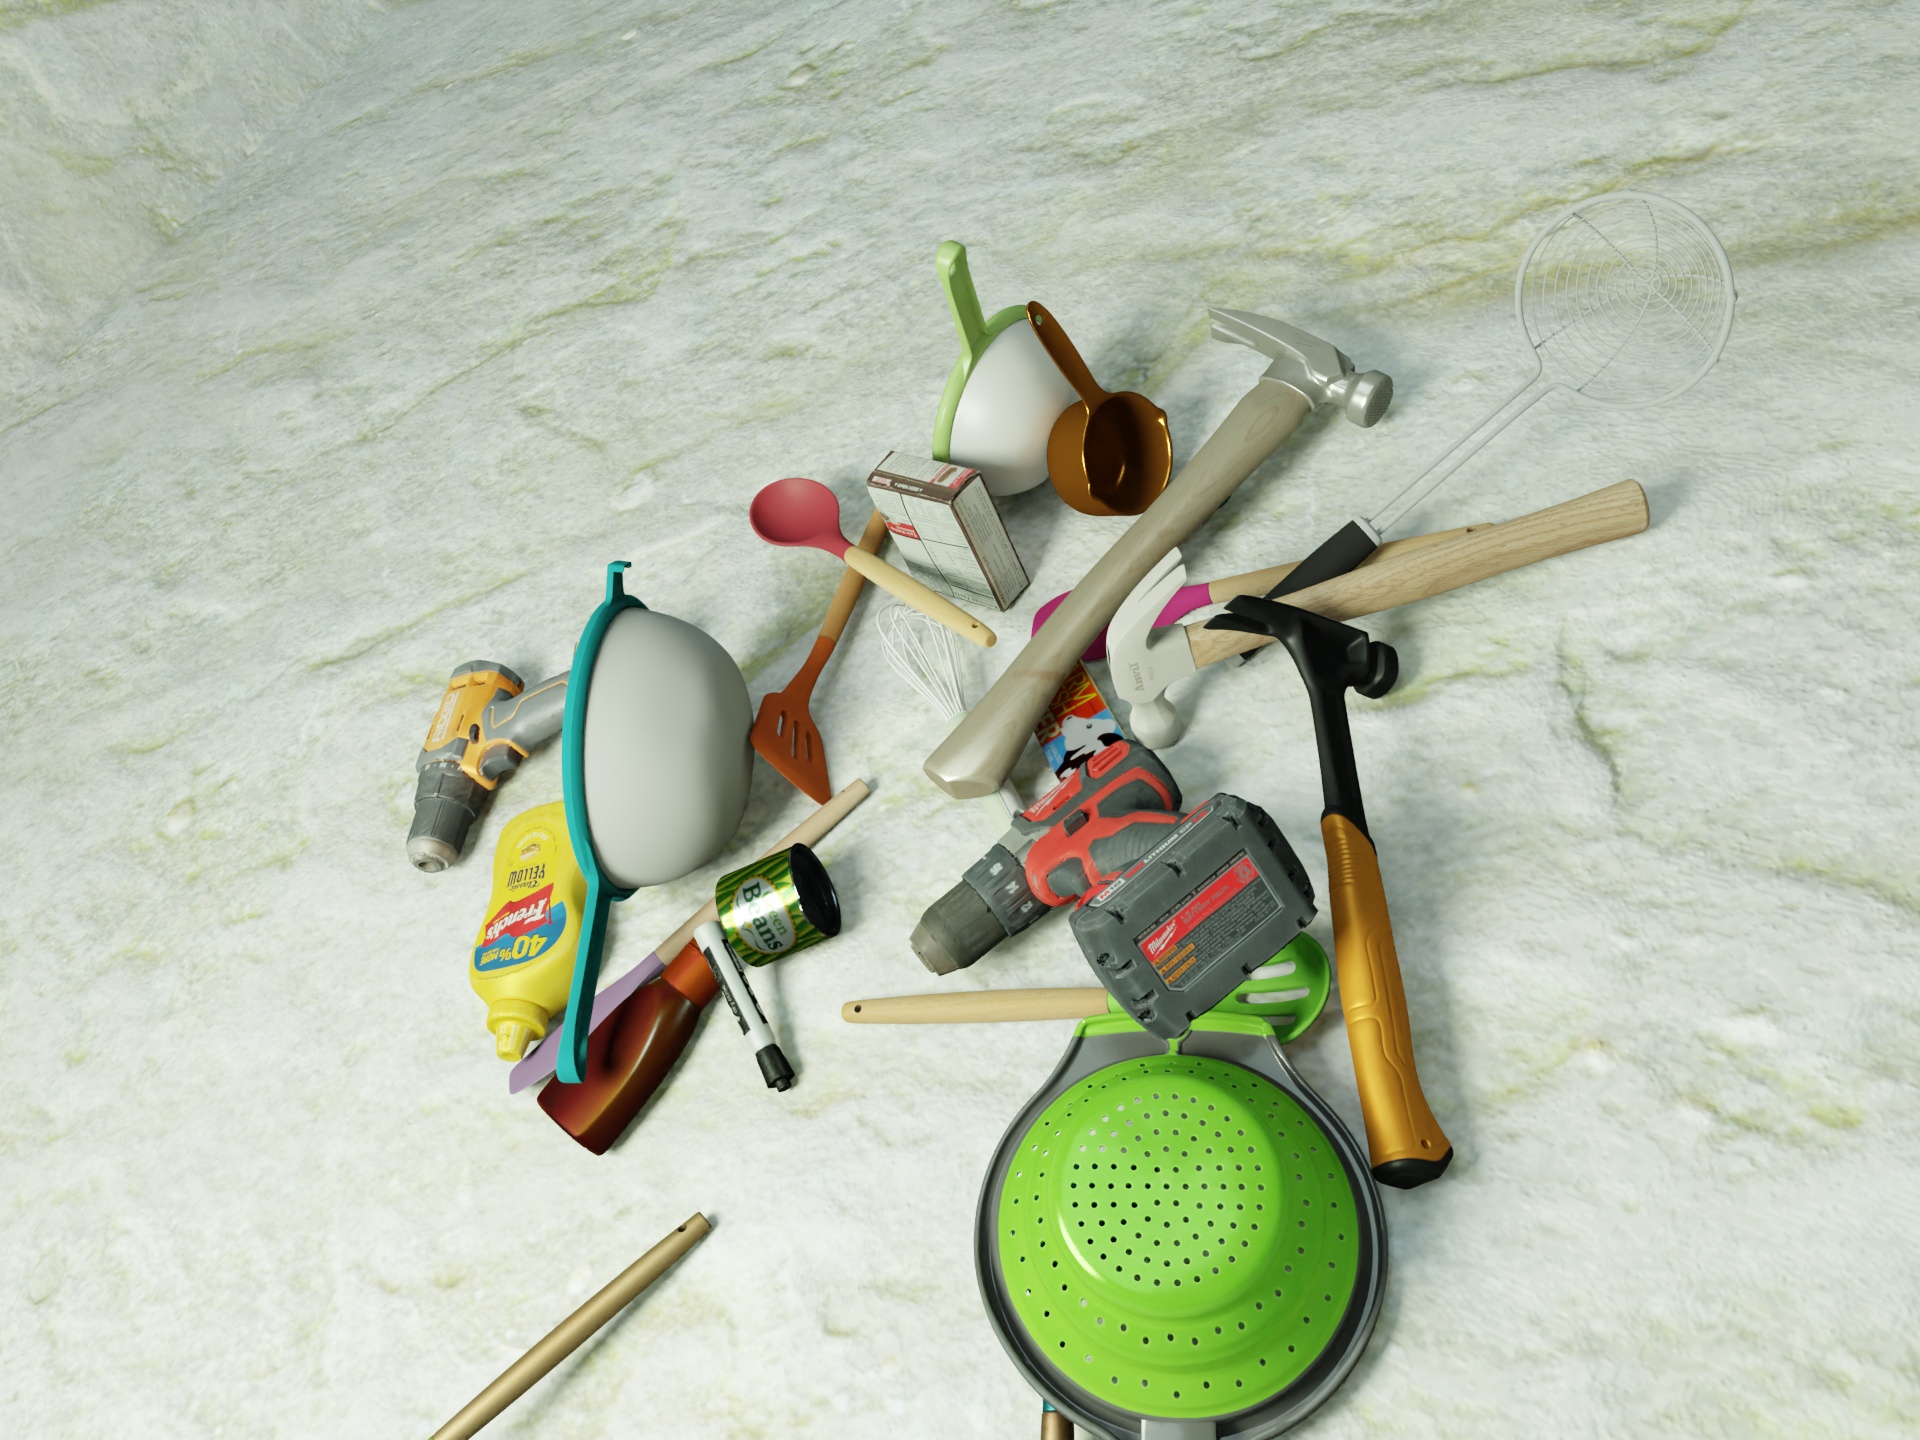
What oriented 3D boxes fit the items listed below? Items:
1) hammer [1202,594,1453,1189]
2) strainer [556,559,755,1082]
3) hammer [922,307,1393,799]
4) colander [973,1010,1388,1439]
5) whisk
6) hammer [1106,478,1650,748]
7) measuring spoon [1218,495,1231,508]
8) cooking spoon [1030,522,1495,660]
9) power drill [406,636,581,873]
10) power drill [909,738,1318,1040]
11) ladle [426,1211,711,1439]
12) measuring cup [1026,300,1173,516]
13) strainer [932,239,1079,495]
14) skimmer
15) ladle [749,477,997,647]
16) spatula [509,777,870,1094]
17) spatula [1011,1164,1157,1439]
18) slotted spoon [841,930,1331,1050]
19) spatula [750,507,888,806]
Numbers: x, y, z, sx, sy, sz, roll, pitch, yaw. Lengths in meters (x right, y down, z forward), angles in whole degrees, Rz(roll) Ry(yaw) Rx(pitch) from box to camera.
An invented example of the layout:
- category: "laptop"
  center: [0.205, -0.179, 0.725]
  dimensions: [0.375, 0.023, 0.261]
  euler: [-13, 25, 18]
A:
- category: "hammer"
  center: [0.207, 0.081, 0.858]
  dimensions: [0.034, 0.127, 0.337]
  euler: [-45, 37, 46]
- category: "strainer"
  center: [-0.195, 0.074, 1.057]
  dimensions: [0.095, 0.210, 0.341]
  euler: [0, 60, 6]
- category: "hammer"
  center: [0.112, -0.115, 1.068]
  dimensions: [0.146, 0.038, 0.411]
  euler: [34, 74, 28]
- category: "colander"
  center: [0.097, 0.305, 0.717]
  dimensions: [0.204, 0.094, 0.397]
  euler: [-2, 58, 10]
- category: "whisk"
  center: [-0.002, -0.003, 1.086]
  dimensions: [0.059, 0.057, 0.247]
  euler: [-57, 41, 30]
- category: "hammer"
  center: [0.249, -0.081, 0.965]
  dimensions: [0.331, 0.129, 0.031]
  euler: [-18, 42, 7]
- category: "measuring spoon"
  center: [0.146, -0.130, 1.114]
  dimensions: [0.128, 0.021, 0.042]
  euler: [-46, 42, -9]
- category: "cooking spoon"
  center: [0.192, -0.091, 1.057]
  dimensions: [0.319, 0.017, 0.069]
  euler: [-11, 51, 24]
- category: "power drill"
  center: [-0.335, 0.020, 1.243]
  dimensions: [0.226, 0.084, 0.186]
  euler: [-14, 49, 27]
- category: "power drill"
  center: [0.072, 0.097, 0.885]
  dimensions: [0.188, 0.080, 0.227]
  euler: [-38, 17, -8]
- category: "ladle"
  center: [-0.276, 0.382, 0.894]
  dimensions: [0.320, 0.062, 0.078]
  euler: [-38, 35, -19]
- category: "measuring cup"
  center: [0.081, -0.219, 1.122]
  dimensions: [0.095, 0.173, 0.052]
  euler: [-49, 28, -24]
- category: "strainer"
  center: [0.037, -0.244, 1.127]
  dimensions: [0.069, 0.256, 0.151]
  euler: [28, 76, 21]
- category: "skimmer"
  center: [0.292, -0.159, 0.959]
  dimensions: [0.363, 0.090, 0.127]
  euler: [-42, 81, 13]
- category: "ladle"
  center: [-0.065, -0.115, 1.164]
  dimensions: [0.069, 0.031, 0.316]
  euler: [-37, 40, -15]
- category: "spatula"
  center: [-0.185, 0.147, 1.088]
  dimensions: [0.316, 0.018, 0.060]
  euler: [-41, 20, -5]
- category: "spatula"
  center: [0.053, 0.366, 0.771]
  dimensions: [0.082, 0.044, 0.318]
  euler: [-11, 55, 22]
- category: "slotted spoon"
  center: [0.065, 0.162, 0.924]
  dimensions: [0.314, 0.031, 0.070]
  euler: [-8, 59, 28]
- category: "spatula"
  center: [-0.086, -0.078, 1.195]
  dimensions: [0.041, 0.081, 0.323]
  euler: [-17, 41, 41]
